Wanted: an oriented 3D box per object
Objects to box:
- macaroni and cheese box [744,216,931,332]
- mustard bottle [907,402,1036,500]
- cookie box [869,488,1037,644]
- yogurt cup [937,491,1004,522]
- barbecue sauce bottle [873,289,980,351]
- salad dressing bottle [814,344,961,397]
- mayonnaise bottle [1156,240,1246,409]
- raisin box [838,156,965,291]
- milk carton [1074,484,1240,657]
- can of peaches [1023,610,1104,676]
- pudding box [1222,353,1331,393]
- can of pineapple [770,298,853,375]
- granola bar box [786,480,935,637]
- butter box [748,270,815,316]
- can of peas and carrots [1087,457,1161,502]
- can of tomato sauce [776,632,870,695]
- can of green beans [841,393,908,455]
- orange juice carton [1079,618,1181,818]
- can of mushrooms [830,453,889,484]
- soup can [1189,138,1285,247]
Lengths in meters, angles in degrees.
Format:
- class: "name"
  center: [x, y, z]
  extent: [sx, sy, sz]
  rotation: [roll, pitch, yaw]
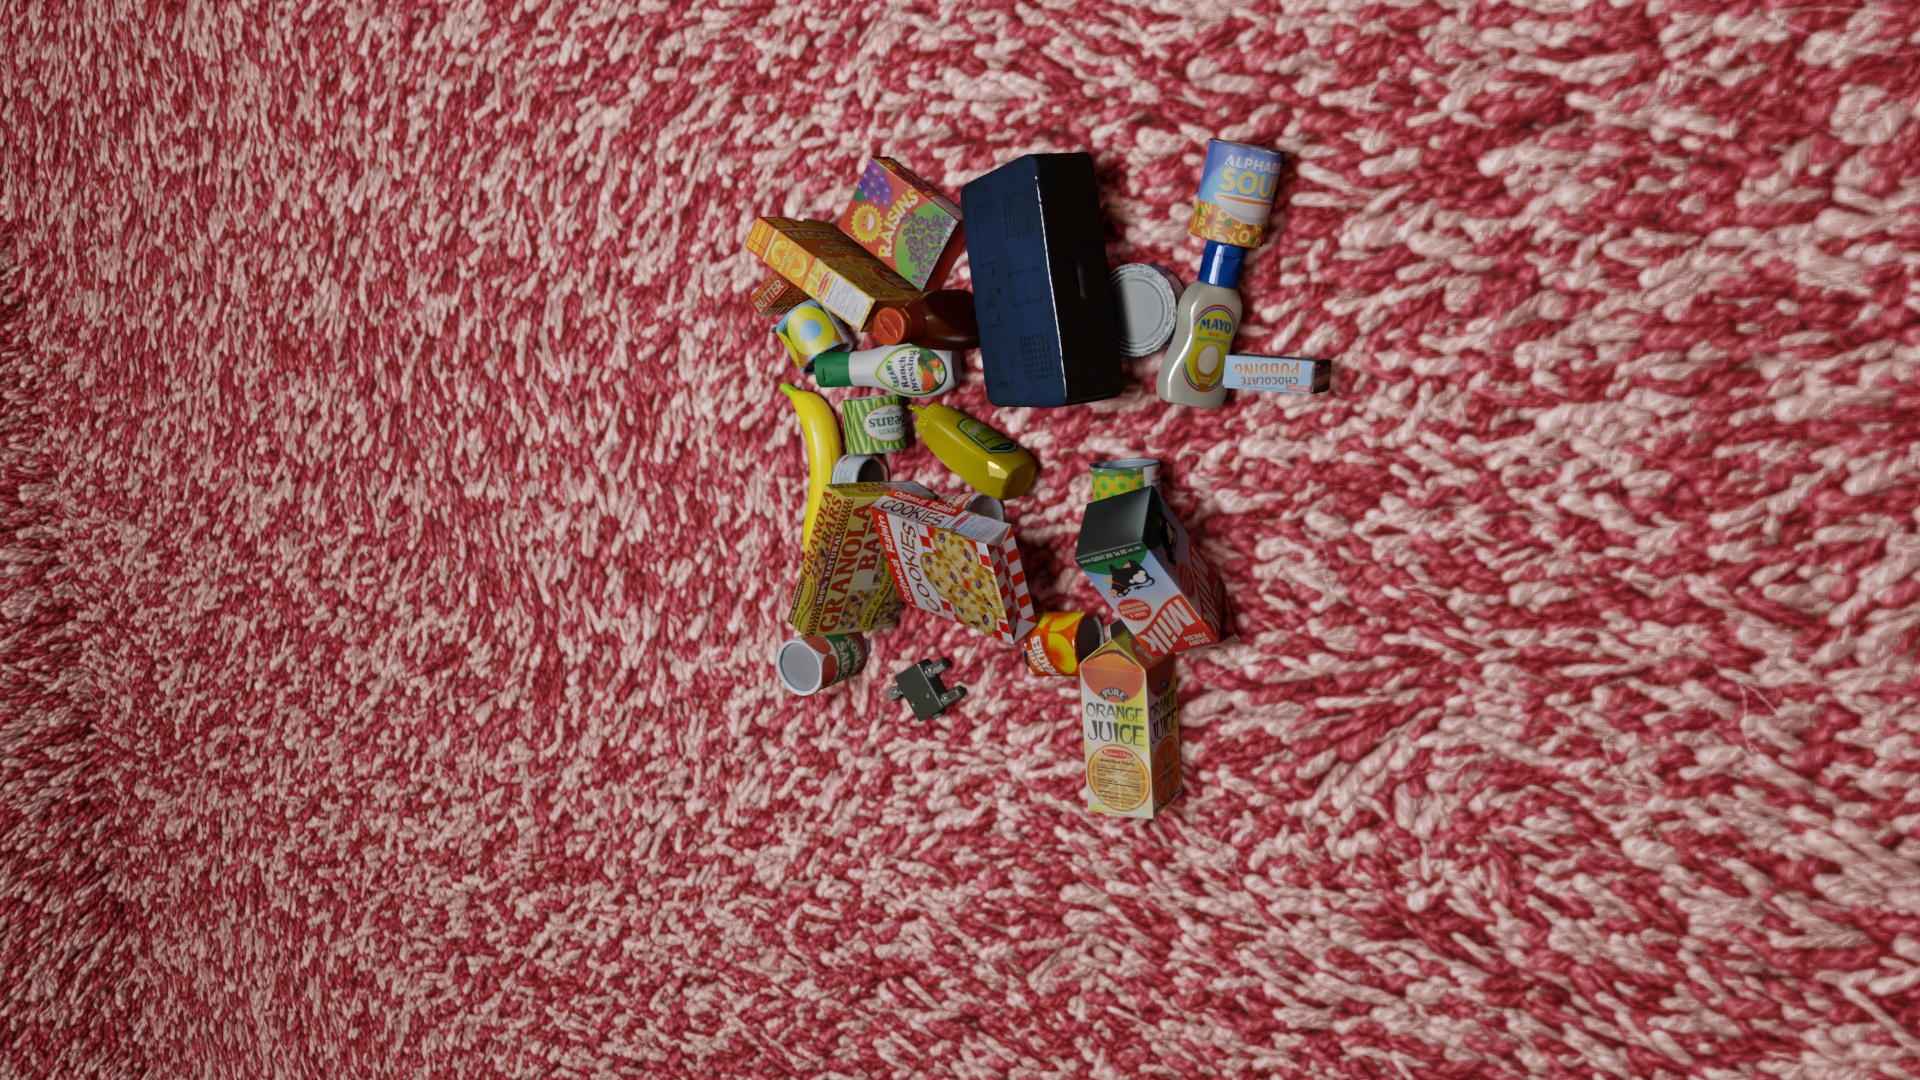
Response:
- class: "macaroni and cheese box"
  center: [-0.118, -0.272, 1.416]
  extent: [0.167, 0.124, 0.040]
  rotation: [38, 115, 20]
- class: "mustard bottle"
  center: [0.002, -0.100, 1.413]
  extent: [0.160, 0.065, 0.048]
  rotation: [37, 122, 25]
- class: "cookie box"
  center: [-0.009, 0.024, 1.389]
  extent: [0.167, 0.040, 0.122]
  rotation: [18, 136, 42]
- class: "yogurt cup"
  center: [0.005, -0.018, 1.429]
  extent: [0.054, 0.072, 0.072]
  rotation: [4, 103, 40]
- class: "barbecue sauce bottle"
  center: [-0.028, -0.213, 1.355]
  extent: [0.043, 0.149, 0.065]
  rotation: [-44, 77, 31]
- class: "salad dressing bottle"
  center: [-0.075, -0.178, 1.430]
  extent: [0.147, 0.044, 0.064]
  rotation: [-1, 115, 14]
- class: "mayonnaise bottle"
  center: [0.222, -0.195, 1.253]
  extent: [0.041, 0.065, 0.147]
  rotation: [-126, 45, -66]
- class: "raisin box"
  center: [-0.055, -0.323, 1.416]
  extent: [0.123, 0.040, 0.085]
  rotation: [40, 119, 18]
- class: "milk carton"
  center: [0.187, 0.043, 1.288]
  extent: [0.072, 0.074, 0.190]
  rotation: [-16, 130, 32]
- class: "can of peaches"
  center: [0.104, 0.104, 1.387]
  extent: [0.058, 0.071, 0.071]
  rotation: [-3, 99, 32]
- class: "pudding box"
  center: [0.280, -0.148, 1.232]
  extent: [0.084, 0.050, 0.030]
  rotation: [9, 104, 31]
- class: "can of pineapple"
  center: [-0.157, -0.217, 1.486]
  extent: [0.070, 0.071, 0.058]
  rotation: [-37, 81, 33]
- class: "granola bar box"
  center: [-0.106, 0.018, 1.468]
  extent: [0.039, 0.124, 0.164]
  rotation: [37, 119, 39]
- class: "butter box"
  center: [-0.172, -0.262, 1.464]
  extent: [0.053, 0.104, 0.024]
  rotation: [-37, 80, 32]
- class: "can of peas and carrots"
  center: [0.156, -0.045, 1.323]
  extent: [0.071, 0.071, 0.058]
  rotation: [1, 102, 33]
- class: "can of tomato sauce"
  center: [-0.153, 0.131, 1.549]
  extent: [0.071, 0.083, 0.071]
  rotation: [8, 105, 32]
- class: "can of green beans"
  center: [-0.090, -0.123, 1.465]
  extent: [0.071, 0.071, 0.057]
  rotation: [0, 100, 33]
- class: "orange juice carton"
  center: [0.166, 0.167, 1.360]
  extent: [0.073, 0.072, 0.192]
  rotation: [2, 102, 32]
- class: "can of mushrooms"
  center: [-0.106, -0.059, 1.491]
  extent: [0.033, 0.071, 0.071]
  rotation: [3, 102, 31]
- class: "soup can"
  center: [0.242, -0.303, 1.211]
  extent: [0.071, 0.071, 0.083]
  rotation: [20, 111, 28]
